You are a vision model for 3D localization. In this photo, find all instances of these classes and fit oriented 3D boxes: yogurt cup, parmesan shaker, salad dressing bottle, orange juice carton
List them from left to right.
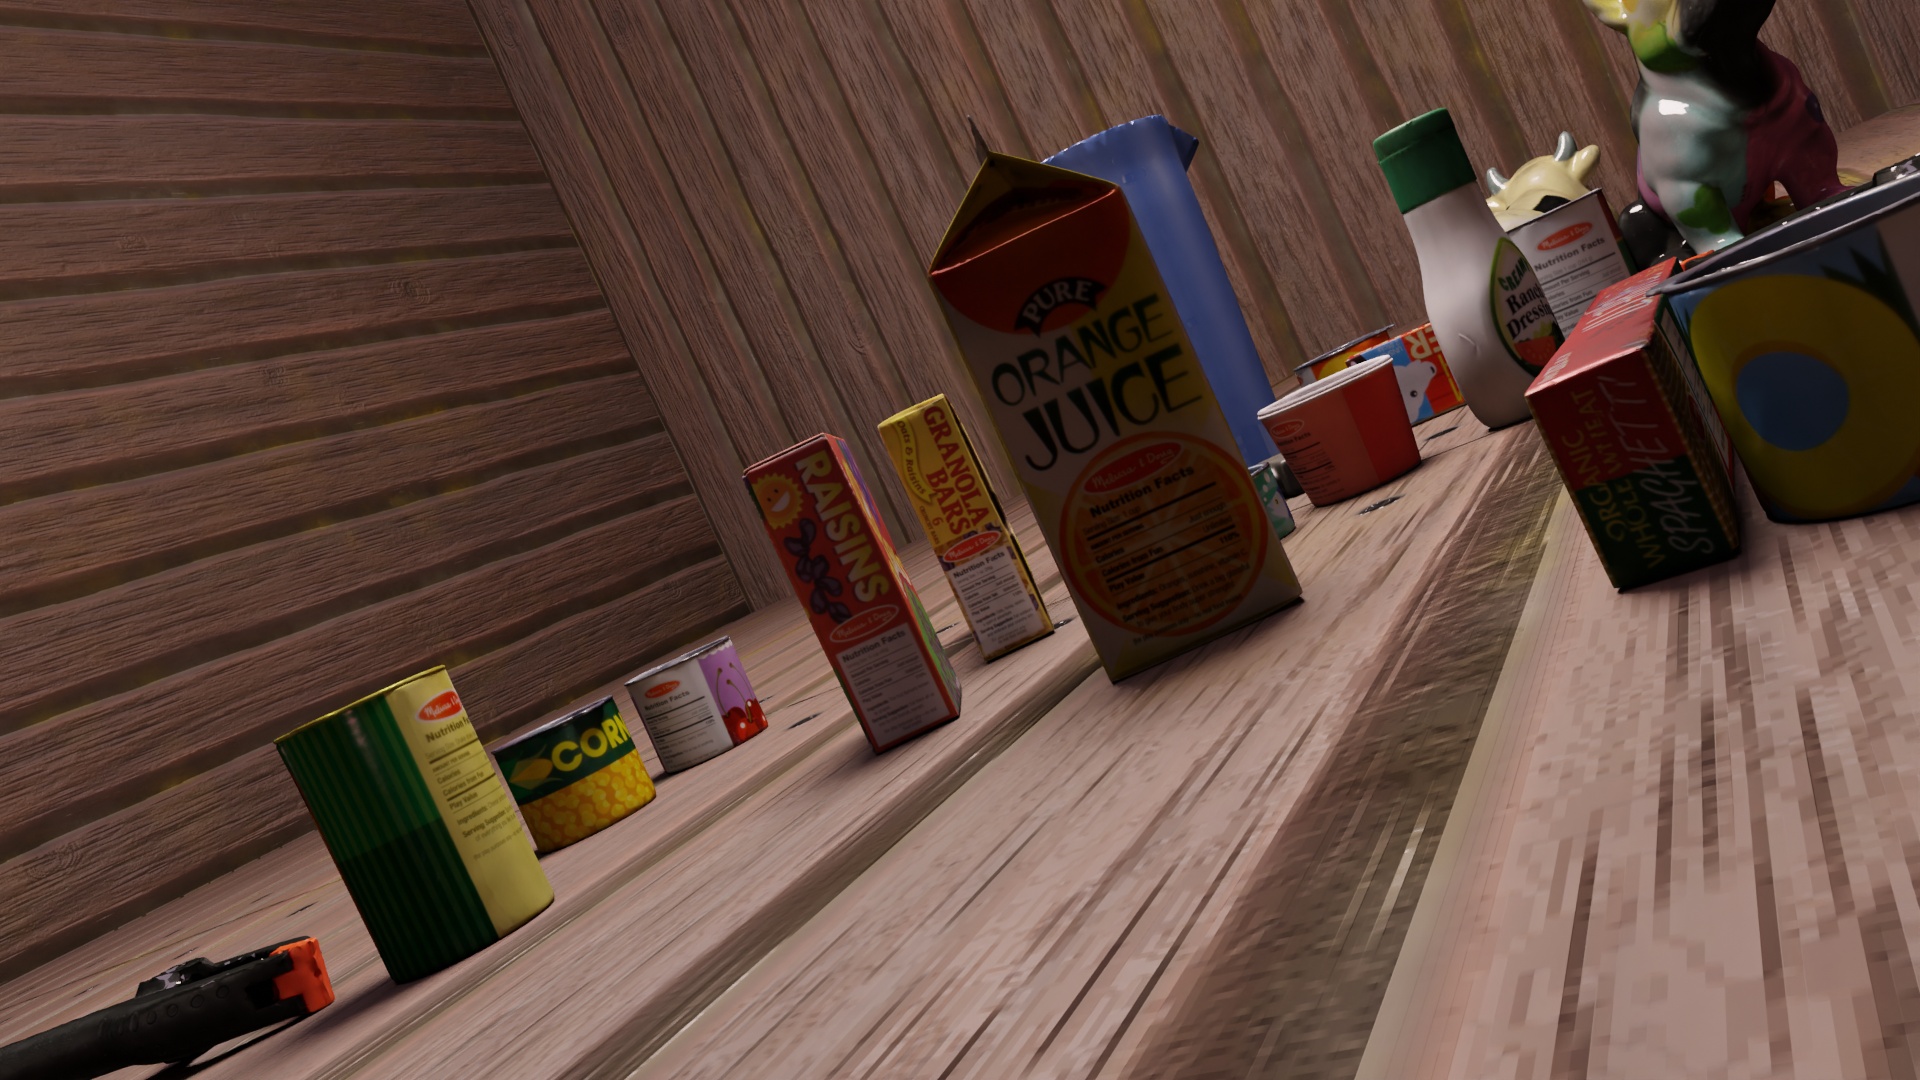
[{"bbox_3d":[-0.211,0.109,0.535,0.071,0.103,0.071,-25,2,1],"label":"parmesan shaker"},{"bbox_3d":[0.045,-0.056,0.492,0.073,0.192,0.072,-25,2,6],"label":"orange juice carton"},{"bbox_3d":[0.184,-0.051,0.664,0.072,0.054,0.072,-25,2,1],"label":"yogurt cup"},{"bbox_3d":[0.240,-0.128,0.653,0.064,0.147,0.044,-26,2,-37],"label":"salad dressing bottle"}]

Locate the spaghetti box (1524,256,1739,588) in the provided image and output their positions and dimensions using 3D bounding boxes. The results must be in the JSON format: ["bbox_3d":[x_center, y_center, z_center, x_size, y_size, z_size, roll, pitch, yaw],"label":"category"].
[{"bbox_3d":[0.202,-0.046,0.405,0.028,0.050,0.251,-24,2,31],"label":"spaghetti box"}]

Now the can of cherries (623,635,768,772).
[{"bbox_3d":[-0.152,0.095,0.808,0.071,0.058,0.071,-25,2,1],"label":"can of cherries"}]

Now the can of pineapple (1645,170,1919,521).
[{"bbox_3d":[0.196,-0.043,0.300,0.071,0.058,0.071,-25,2,1],"label":"can of pineapple"}]

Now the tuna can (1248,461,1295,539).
[{"bbox_3d":[0.118,-0.008,0.639,0.071,0.033,0.071,-25,2,1],"label":"tuna can"}]

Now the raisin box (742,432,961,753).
[{"bbox_3d":[-0.043,0.019,0.578,0.040,0.123,0.086,-25,2,2],"label":"raisin box"}]

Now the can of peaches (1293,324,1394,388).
[{"bbox_3d":[0.268,-0.104,0.931,0.071,0.058,0.071,-25,2,1],"label":"can of peaches"}]

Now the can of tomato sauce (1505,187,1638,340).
[{"bbox_3d":[0.312,-0.128,0.713,0.071,0.083,0.071,-25,2,1],"label":"can of tomato sauce"}]

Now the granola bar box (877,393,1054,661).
[{"bbox_3d":[0.003,-0.009,0.728,0.039,0.124,0.165,-25,2,0],"label":"granola bar box"}]

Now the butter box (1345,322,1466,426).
[{"bbox_3d":[0.285,-0.104,0.817,0.103,0.053,0.024,-24,2,21],"label":"butter box"}]

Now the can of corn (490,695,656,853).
[{"bbox_3d":[-0.197,0.119,0.716,0.071,0.058,0.071,-25,2,1],"label":"can of corn"}]
